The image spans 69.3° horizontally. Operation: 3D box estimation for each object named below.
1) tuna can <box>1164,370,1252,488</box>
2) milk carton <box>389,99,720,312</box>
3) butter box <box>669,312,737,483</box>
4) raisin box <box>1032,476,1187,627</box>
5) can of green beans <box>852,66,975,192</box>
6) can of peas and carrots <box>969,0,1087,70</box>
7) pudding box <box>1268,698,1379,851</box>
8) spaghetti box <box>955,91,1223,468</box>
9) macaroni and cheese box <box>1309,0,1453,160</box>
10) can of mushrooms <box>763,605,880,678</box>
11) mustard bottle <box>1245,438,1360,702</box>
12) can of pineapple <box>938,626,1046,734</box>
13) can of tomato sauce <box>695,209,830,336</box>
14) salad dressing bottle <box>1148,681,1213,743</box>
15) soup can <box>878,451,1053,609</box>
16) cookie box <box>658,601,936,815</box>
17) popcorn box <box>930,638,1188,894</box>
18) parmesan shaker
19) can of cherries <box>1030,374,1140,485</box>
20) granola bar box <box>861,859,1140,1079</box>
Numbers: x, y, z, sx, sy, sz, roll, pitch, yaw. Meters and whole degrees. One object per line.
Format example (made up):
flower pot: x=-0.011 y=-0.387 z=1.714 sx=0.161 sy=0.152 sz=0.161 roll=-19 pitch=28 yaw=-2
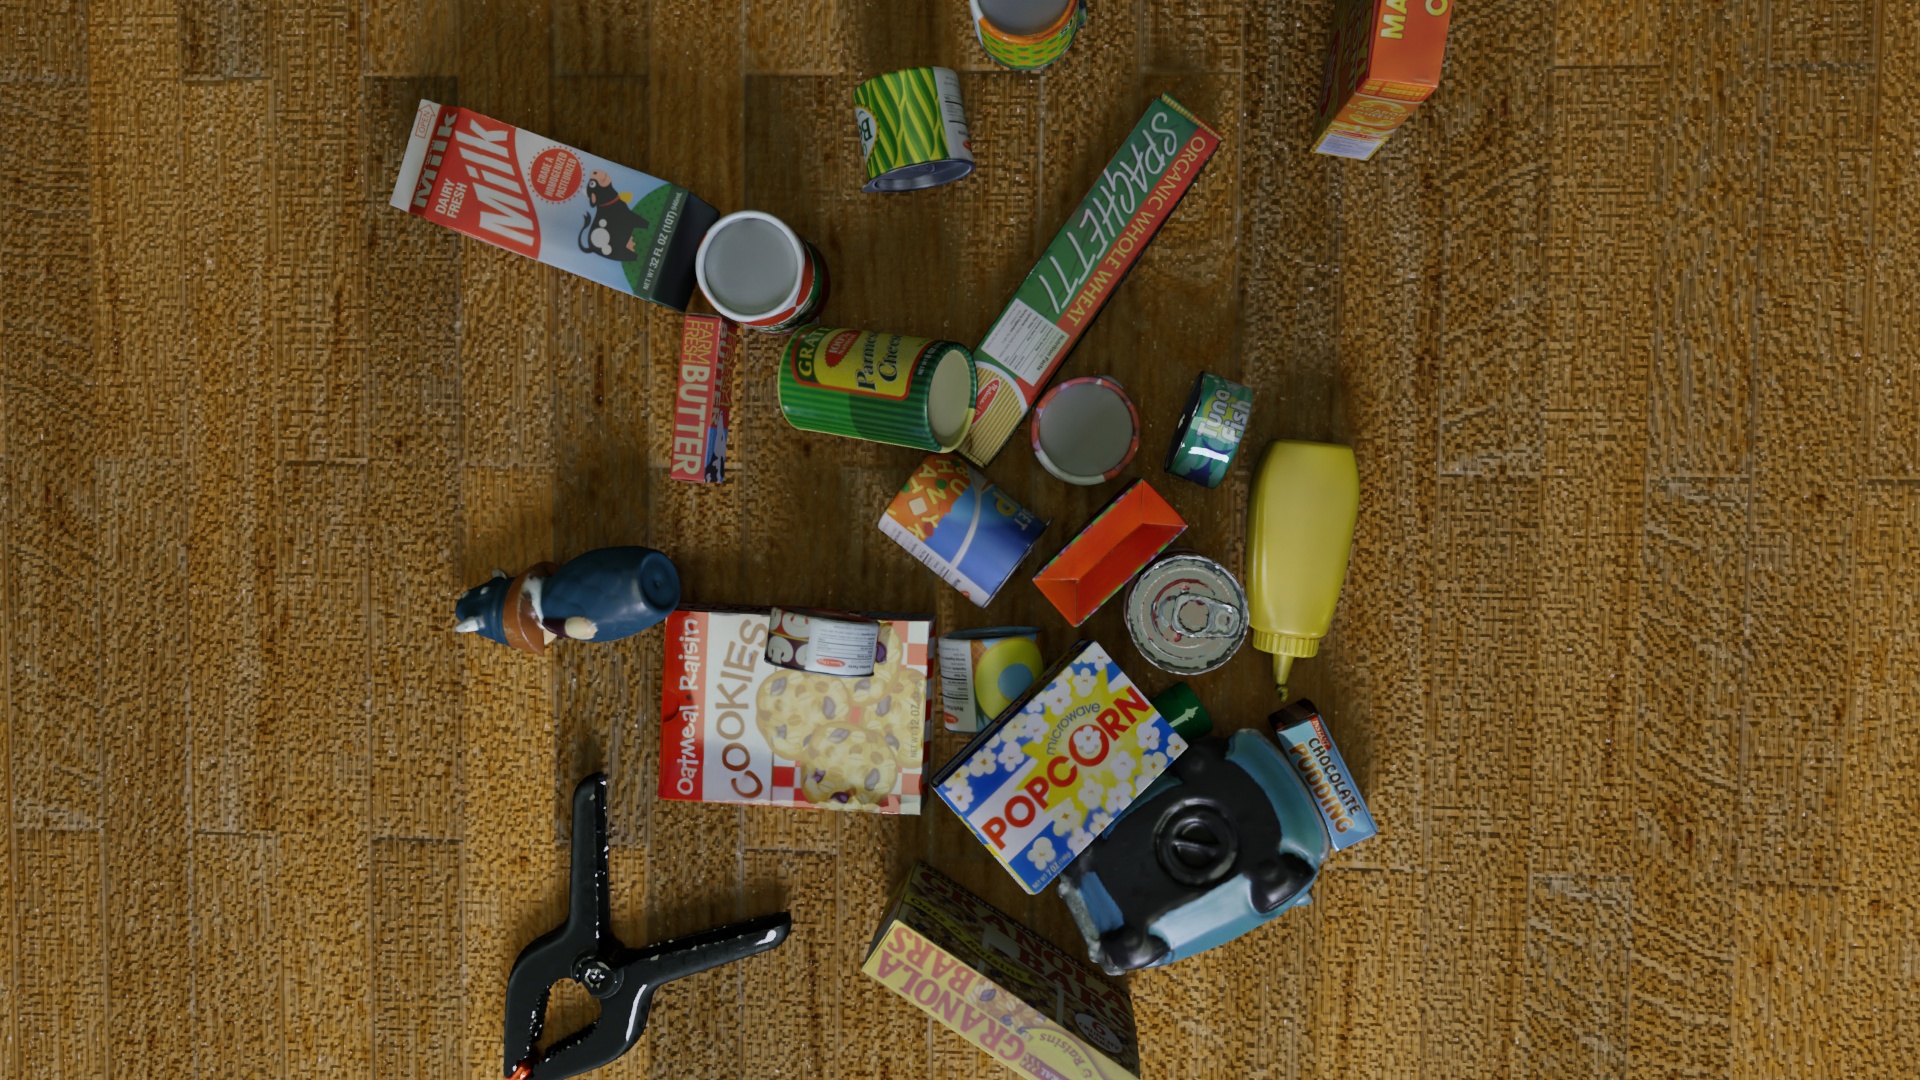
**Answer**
tuna can: x=0.150 y=-0.067 z=0.837 sx=0.033 sy=0.071 sz=0.071 roll=20 pitch=94 yaw=1
milk carton: x=-0.256 y=-0.209 z=0.858 sx=0.191 sy=0.073 sz=0.072 roll=20 pitch=94 yaw=3
butter box: x=-0.160 y=-0.088 z=0.867 sx=0.024 sy=0.053 sz=0.103 roll=6 pitch=93 yaw=2
raisin box: x=0.087 y=0.004 z=0.818 sx=0.086 sy=0.123 sz=0.040 roll=-44 pitch=89 yaw=5
can of green beans: x=-0.029 y=-0.249 z=0.844 sx=0.071 sy=0.071 sz=0.058 roll=-11 pitch=92 yaw=5
can of peas and carrots: x=0.041 y=-0.325 z=0.839 sx=0.071 sy=0.059 sz=0.071 roll=0 pitch=93 yaw=4
pudding box: x=0.222 y=0.143 z=0.852 sx=0.030 sy=0.050 sz=0.083 roll=-27 pitch=91 yaw=7
spaghetti box: x=0.069 y=-0.158 z=0.860 sx=0.050 sy=0.029 sz=0.250 roll=36 pitch=95 yaw=2
macaroni and cheese box: x=0.236 y=-0.292 z=0.772 sx=0.040 sy=0.166 sz=0.123 roll=9 pitch=94 yaw=4
can of mushrooms: x=-0.083 y=0.059 z=0.823 sx=0.071 sy=0.071 sz=0.033 roll=8 pitch=92 yaw=4
mustard bottle: x=0.203 y=0.019 z=0.848 sx=0.065 sy=0.049 sz=0.160 roll=8 pitch=94 yaw=4
can of pineapple: x=0.022 y=0.085 z=0.857 sx=0.071 sy=0.071 sz=0.058 roll=-5 pitch=93 yaw=4
can of tomato sauce: x=-0.118 y=-0.160 z=0.846 sx=0.071 sy=0.083 sz=0.071 roll=0 pitch=93 yaw=4
salad dressing bottle: x=0.085 y=0.140 z=0.859 sx=0.148 sy=0.064 sz=0.044 roll=-31 pitch=109 yaw=-3
soup can: x=0.003 y=-0.011 z=0.853 sx=0.084 sy=0.071 sz=0.071 roll=38 pitch=95 yaw=2
cookie box: x=-0.103 y=0.105 z=0.878 sx=0.167 sy=0.040 sz=0.123 roll=3 pitch=93 yaw=4
popcorn box: x=0.057 y=0.129 z=0.806 sx=0.127 sy=0.038 sz=0.085 roll=-42 pitch=92 yaw=-11
parmesan shaker: x=-0.048 y=-0.094 z=0.836 sx=0.103 sy=0.071 sz=0.071 roll=11 pitch=94 yaw=27
can of cherries: x=0.077 y=-0.070 z=0.848 sx=0.071 sy=0.058 sz=0.071 roll=0 pitch=93 yaw=4
granola bar box: x=0.027 y=0.266 z=0.834 sx=0.165 sy=0.124 sz=0.039 roll=33 pitch=95 yaw=2
